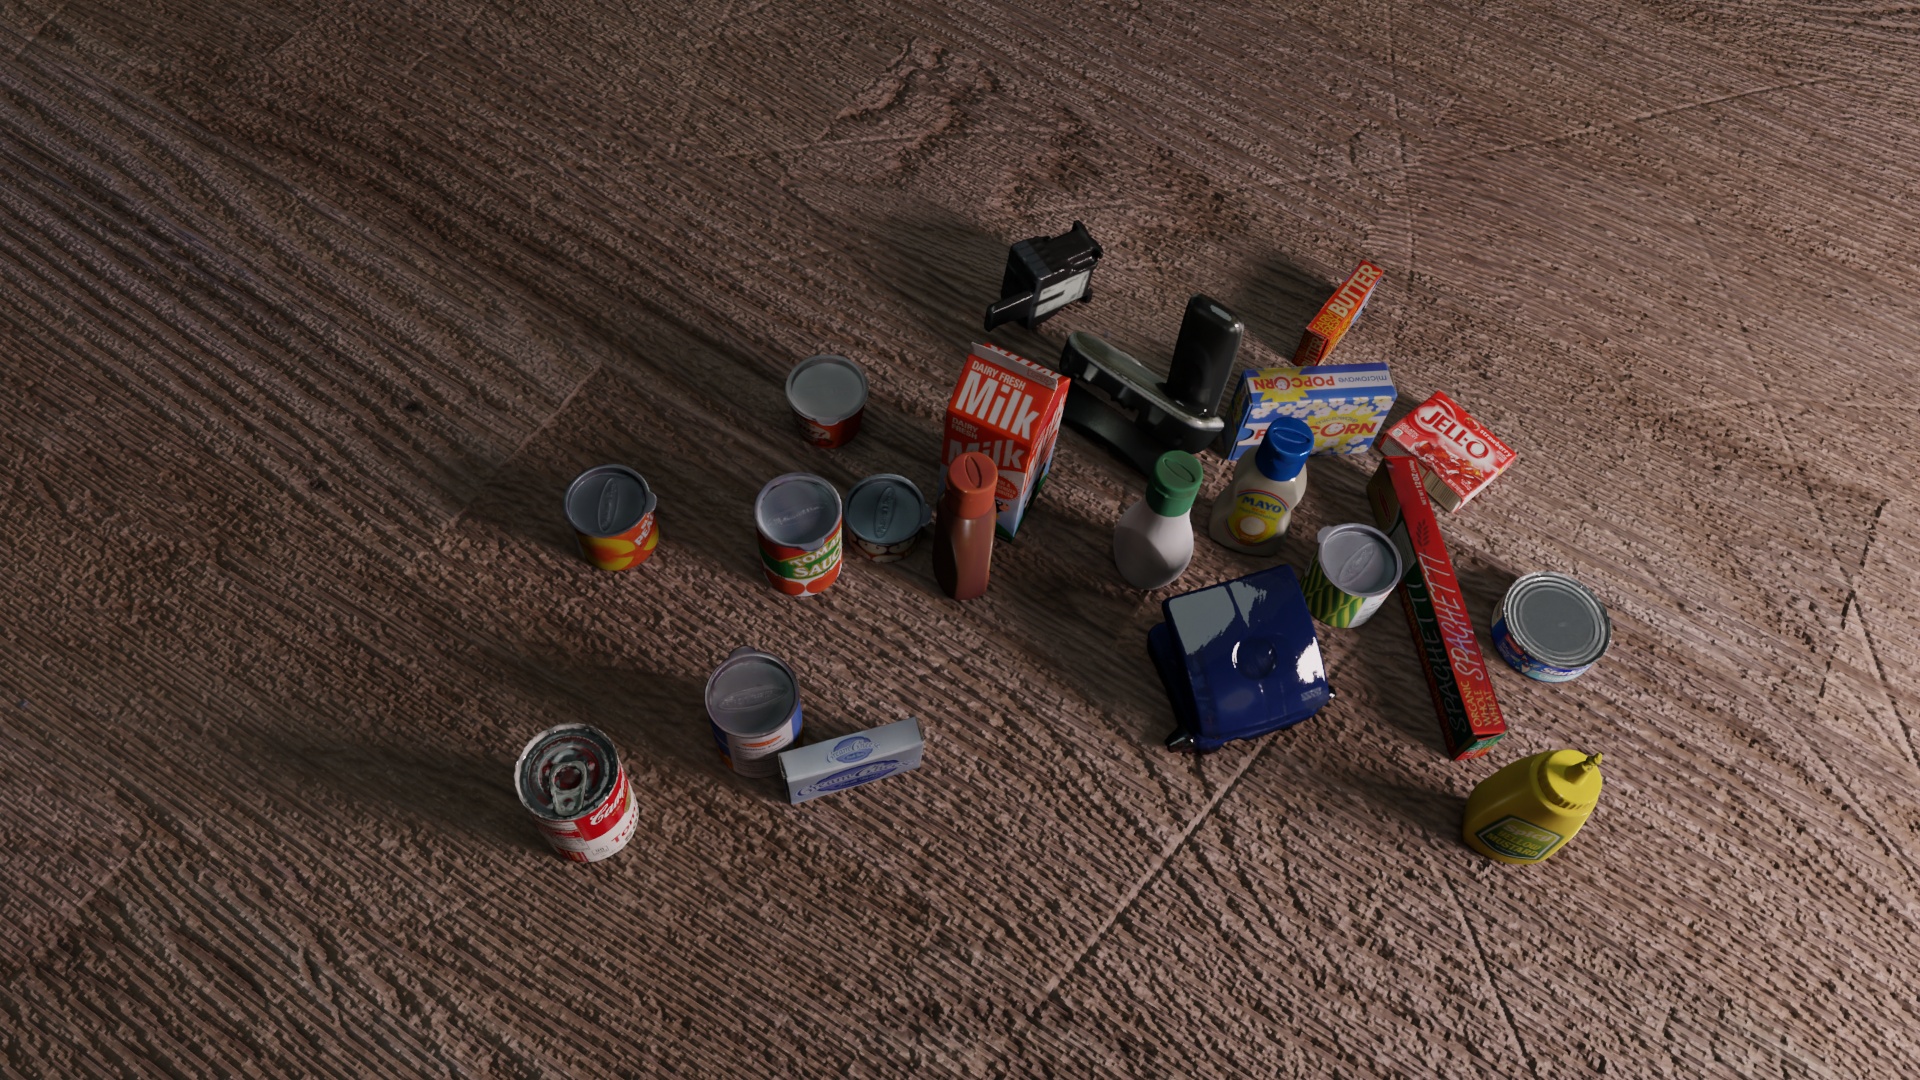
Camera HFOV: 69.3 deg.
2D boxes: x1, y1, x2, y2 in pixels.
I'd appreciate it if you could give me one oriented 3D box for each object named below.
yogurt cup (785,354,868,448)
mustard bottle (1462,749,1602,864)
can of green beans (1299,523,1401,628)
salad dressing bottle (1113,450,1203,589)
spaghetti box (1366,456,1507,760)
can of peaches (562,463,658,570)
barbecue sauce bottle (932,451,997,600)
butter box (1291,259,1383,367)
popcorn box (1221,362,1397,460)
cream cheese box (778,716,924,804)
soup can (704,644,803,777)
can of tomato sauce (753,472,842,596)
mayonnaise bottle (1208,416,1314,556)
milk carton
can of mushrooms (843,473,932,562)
[{"bbox_3d":[-0.111,-0.114,1.161,0.072,0.053,0.073,2,60,-3],"label":"yogurt cup"},{"bbox_3d":[0.404,0.180,0.968,0.065,0.159,0.049,21,61,8],"label":"mustard bottle"},{"bbox_3d":[0.310,0.029,1.107,0.071,0.057,0.071,2,60,-3],"label":"can of green beans"},{"bbox_3d":[0.154,-0.015,1.069,0.064,0.147,0.044,40,66,17],"label":"salad dressing bottle"},{"bbox_3d":[0.375,0.050,1.104,0.029,0.050,0.251,-5,61,-7],"label":"spaghetti box"},{"bbox_3d":[-0.271,-0.017,1.092,0.071,0.057,0.071,2,60,-3],"label":"can of peaches"},{"bbox_3d":[0.004,-0.013,1.057,0.044,0.147,0.065,-11,62,-10],"label":"barbecue sauce bottle"},{"bbox_3d":[0.337,-0.200,1.242,0.024,0.053,0.104,35,64,15],"label":"butter box"},{"bbox_3d":[0.291,-0.108,1.168,0.127,0.084,0.038,-4,61,-6],"label":"popcorn box"},{"bbox_3d":[-0.079,0.160,1.007,0.104,0.053,0.024,-14,62,-12],"label":"cream cheese box"},{"bbox_3d":[-0.148,0.125,1.004,0.071,0.083,0.071,2,60,-3],"label":"soup can"},{"bbox_3d":[-0.124,-0.002,1.079,0.071,0.082,0.071,2,60,-3],"label":"can of tomato sauce"},{"bbox_3d":[0.239,-0.041,1.090,0.065,0.147,0.041,17,61,6],"label":"mayonnaise bottle"},{"bbox_3d":[0.032,-0.083,1.075,0.072,0.189,0.074,24,62,10],"label":"milk carton"},{"bbox_3d":[-0.059,-0.017,1.121,0.071,0.033,0.071,2,60,-3],"label":"can of mushrooms"}]
